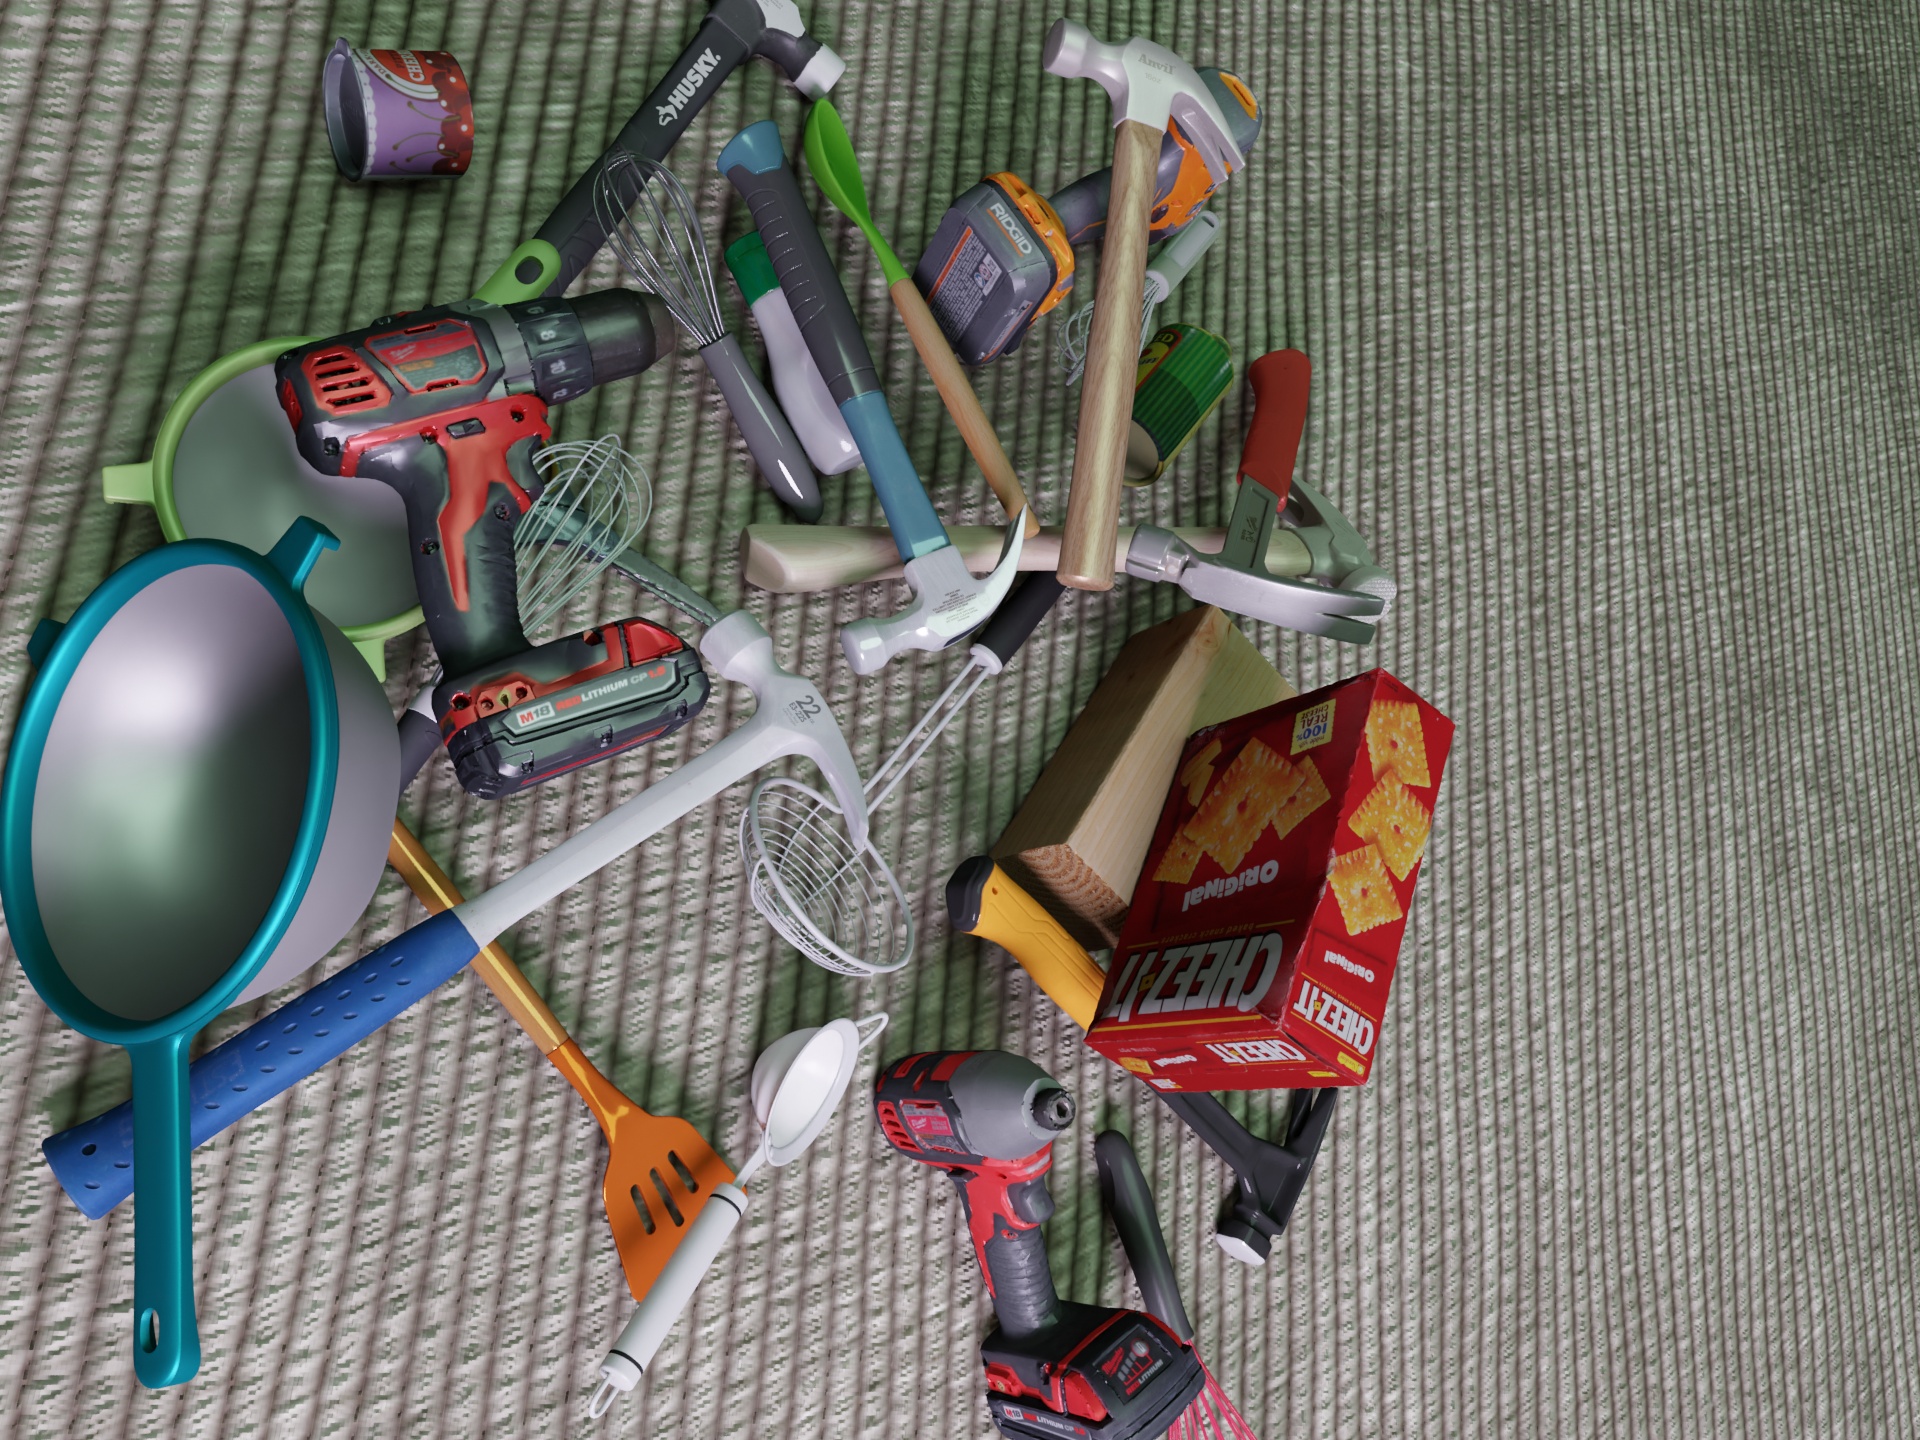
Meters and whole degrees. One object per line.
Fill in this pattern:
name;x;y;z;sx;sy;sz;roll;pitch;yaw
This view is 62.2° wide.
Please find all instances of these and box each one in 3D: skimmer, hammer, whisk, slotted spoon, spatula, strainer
skimmer;-0.001;-0.003;0.940;0.127;0.090;0.363;47;58;-13
hammer;-0.198;-0.332;0.931;0.146;0.035;0.335;38;61;-20
whisk;0.132;-0.302;1.115;0.058;0.059;0.246;38;49;-2
slotted spoon;-0.027;-0.248;0.981;0.314;0.031;0.070;63;15;12
whisk;0.135;0.390;0.952;0.073;0.073;0.296;-13;80;-34
whisk;-0.244;-0.032;0.793;0.070;0.070;0.285;37;66;-20
hammer;0.212;-0.166;1.054;0.149;0.036;0.359;17;36;7
hammer;-0.064;-0.196;0.918;0.128;0.033;0.331;-21;82;-18
hammer;0.111;0.190;0.968;0.336;0.034;0.127;46;61;-25
spatula;-0.222;0.147;0.805;0.081;0.041;0.322;-40;96;-35
hammer;0.065;-0.112;0.998;0.410;0.038;0.146;-2;38;-20
whisk;-0.139;-0.217;0.911;0.055;0.055;0.238;-44;118;-32
strainer;-0.288;-0.146;0.801;0.151;0.069;0.256;40;63;-17
hammer;0.095;-0.241;0.945;0.130;0.031;0.331;9;84;-22
hammer;-0.224;0.098;0.758;0.405;0.035;0.144;-34;73;-24
strainer;-0.305;0.095;0.677;0.095;0.211;0.340;17;62;-60
strainer;-0.116;0.238;0.813;0.050;0.086;0.258;17;45;18

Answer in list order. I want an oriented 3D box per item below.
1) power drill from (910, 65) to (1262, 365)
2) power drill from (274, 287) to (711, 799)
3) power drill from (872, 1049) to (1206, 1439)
power drill;0.080;-0.325;1.047;0.226;0.164;0.084;-36;88;-23
power drill;-0.195;-0.095;0.756;0.188;0.080;0.227;-22;88;-26
power drill;0.041;0.283;0.867;0.078;0.143;0.219;-25;95;-37
